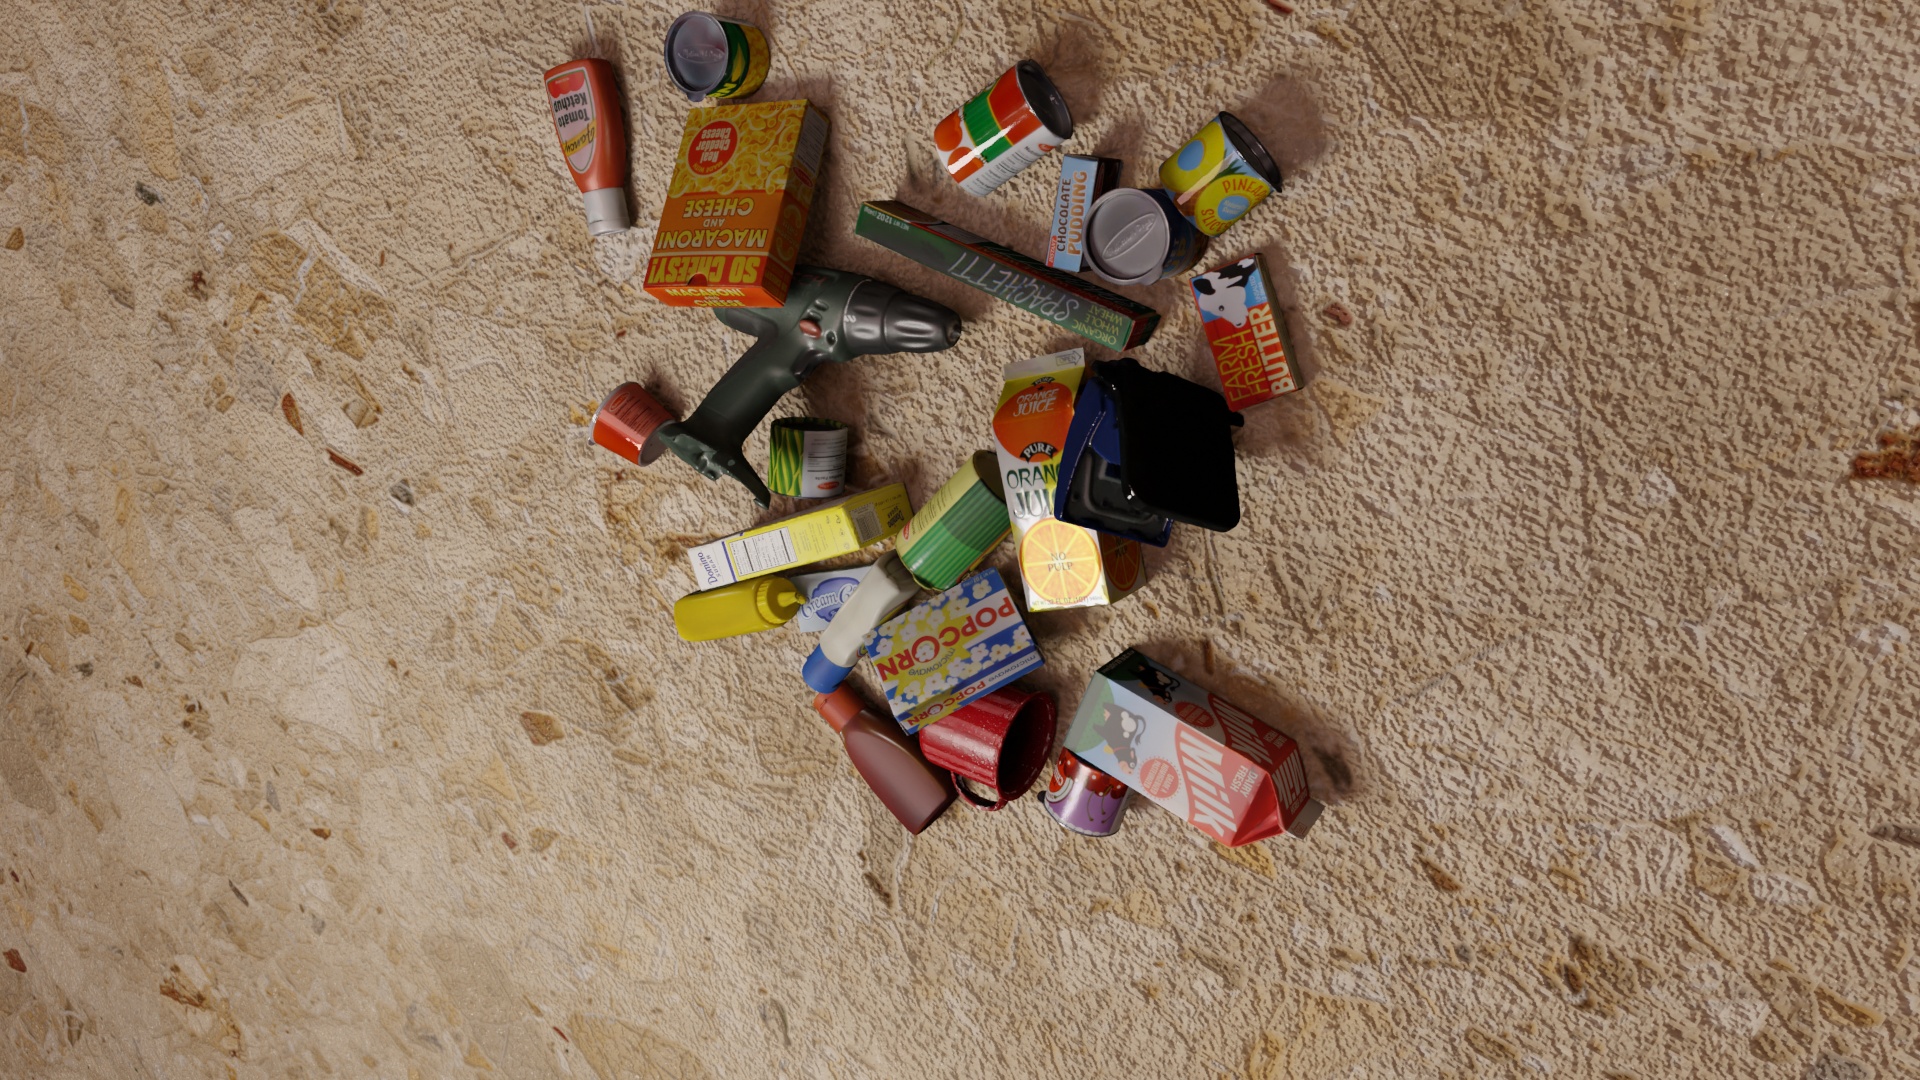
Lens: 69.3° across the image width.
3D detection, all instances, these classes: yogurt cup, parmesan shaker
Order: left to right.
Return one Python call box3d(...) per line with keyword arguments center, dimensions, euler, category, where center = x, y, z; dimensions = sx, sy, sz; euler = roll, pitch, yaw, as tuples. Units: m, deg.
box3d(center=(-0.297, -0.104, 1.270), dimensions=(0.054, 0.073, 0.072), euler=(35, 117, 9), category="yogurt cup")
box3d(center=(0.004, -0.014, 1.116), dimensions=(0.071, 0.071, 0.102), euler=(51, 120, 10), category="parmesan shaker")

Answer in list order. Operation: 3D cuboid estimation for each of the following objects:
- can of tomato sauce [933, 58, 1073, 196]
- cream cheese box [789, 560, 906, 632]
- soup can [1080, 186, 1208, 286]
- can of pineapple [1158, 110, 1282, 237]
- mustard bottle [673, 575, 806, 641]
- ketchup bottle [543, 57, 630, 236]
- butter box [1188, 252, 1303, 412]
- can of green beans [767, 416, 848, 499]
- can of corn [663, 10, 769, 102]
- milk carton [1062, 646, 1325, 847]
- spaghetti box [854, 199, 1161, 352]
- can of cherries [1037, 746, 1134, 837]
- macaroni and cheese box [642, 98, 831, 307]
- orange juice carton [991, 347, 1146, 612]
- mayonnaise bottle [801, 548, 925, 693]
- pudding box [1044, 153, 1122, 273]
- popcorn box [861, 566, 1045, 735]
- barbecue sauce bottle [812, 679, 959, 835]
box3d(center=(0.031, -0.308, 1.035), dimensions=(0.083, 0.071, 0.071), euler=(-28, 87, 32), category="can of tomato sauce")
box3d(center=(-0.099, 0.049, 1.216), dimensions=(0.103, 0.024, 0.053), euler=(-9, 96, 31), category="cream cheese box")
box3d(center=(0.134, -0.215, 0.988), dimensions=(0.071, 0.084, 0.071), euler=(7, 106, 28), category="soup can")
box3d(center=(0.180, -0.252, 0.962), dimensions=(0.057, 0.071, 0.071), euler=(-38, 82, 32), category="can of pineapple")
box3d(center=(-0.188, 0.058, 1.234), dimensions=(0.160, 0.065, 0.049), euler=(-12, 92, 42), category="mustard bottle")
box3d(center=(-0.327, -0.349, 1.241), dimensions=(0.064, 0.044, 0.148), euler=(-6, 99, 30), category="ketchup bottle")
box3d(center=(0.206, -0.149, 0.998), dimensions=(0.053, 0.024, 0.103), euler=(-16, 93, 31), category="butter box")
box3d(center=(-0.130, -0.071, 1.181), dimensions=(0.071, 0.071, 0.057), euler=(13, 107, 27), category="can of green beans")
box3d(center=(-0.201, -0.398, 1.149), dimensions=(0.071, 0.058, 0.071), euler=(7, 105, 28), category="can of corn")
box3d(center=(0.183, 0.165, 1.056), dimensions=(0.191, 0.072, 0.073), euler=(29, 114, 20), category="milk carton")
box3d(center=(0.032, -0.206, 1.067), dimensions=(0.250, 0.050, 0.028), euler=(28, 116, 21), category="spaghetti box")
box3d(center=(0.103, 0.193, 1.109), dimensions=(0.071, 0.072, 0.058), euler=(27, 113, 22), category="can of cherries")
box3d(center=(-0.184, -0.275, 1.137), dimensions=(0.123, 0.040, 0.167), euler=(5, 76, 29), category="macaroni and cheese box")
box3d(center=(0.080, -0.047, 1.064), dimensions=(0.071, 0.073, 0.192), euler=(-7, 97, 32), category="orange juice carton")
box3d(center=(-0.083, 0.070, 1.162), dimensions=(0.041, 0.065, 0.147), euler=(44, 123, 10), category="mayonnaise bottle")
box3d(center=(0.091, -0.242, 1.026), dimensions=(0.030, 0.050, 0.083), euler=(18, 111, 23), category="pudding box")
box3d(center=(-0.006, 0.087, 1.113), dimensions=(0.127, 0.038, 0.085), euler=(-28, 54, 2), category="popcorn box")
box3d(center=(-0.068, 0.185, 1.220), dimensions=(0.149, 0.044, 0.064), euler=(45, 119, 14), category="barbecue sauce bottle")
